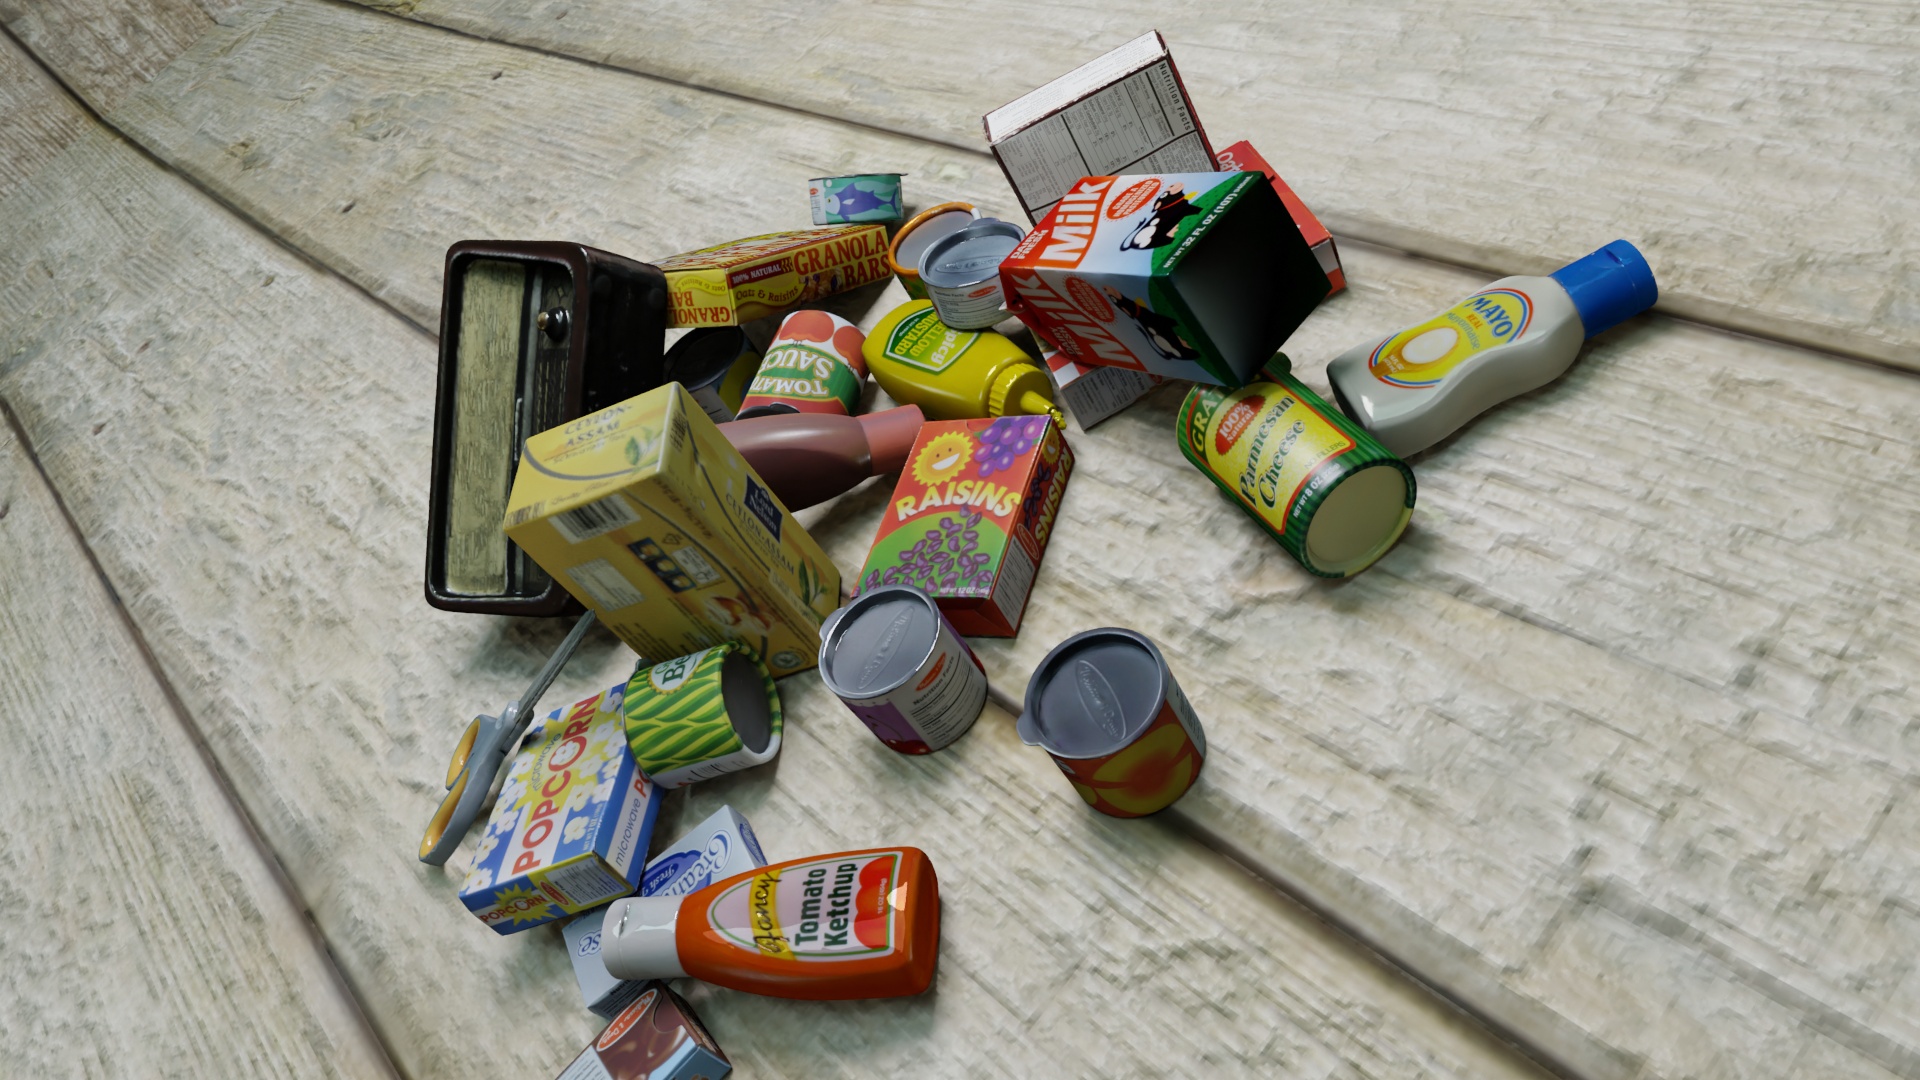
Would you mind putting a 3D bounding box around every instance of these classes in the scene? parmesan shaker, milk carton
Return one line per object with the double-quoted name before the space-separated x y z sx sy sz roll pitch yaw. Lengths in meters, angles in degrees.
"parmesan shaker" 0.160 -0.039 0.660 0.071 0.071 0.103 -36 43 -1
"milk carton" 0.088 -0.136 0.710 0.072 0.073 0.191 -47 29 -11

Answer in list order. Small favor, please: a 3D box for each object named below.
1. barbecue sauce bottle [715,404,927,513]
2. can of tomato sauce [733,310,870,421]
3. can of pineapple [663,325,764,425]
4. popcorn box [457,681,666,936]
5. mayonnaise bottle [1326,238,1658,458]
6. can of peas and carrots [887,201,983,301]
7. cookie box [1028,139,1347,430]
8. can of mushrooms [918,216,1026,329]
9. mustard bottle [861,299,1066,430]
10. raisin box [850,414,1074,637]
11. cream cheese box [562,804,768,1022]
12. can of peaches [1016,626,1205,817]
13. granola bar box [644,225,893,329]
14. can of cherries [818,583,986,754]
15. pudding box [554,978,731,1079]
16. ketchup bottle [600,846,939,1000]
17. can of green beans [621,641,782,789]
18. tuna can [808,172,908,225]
"barbecue sauce bottle" -0.092 -0.046 0.797 0.149 0.064 0.044 -14 48 -17
"can of tomato sauce" -0.096 -0.093 0.861 0.071 0.071 0.083 -4 51 29
"can of pineapple" -0.156 -0.104 0.916 0.071 0.057 0.071 -17 46 18
"popcorn box" -0.200 0.136 0.727 0.085 0.038 0.127 -22 33 19
"mayonnaise bottle" 0.256 -0.094 0.669 0.148 0.041 0.065 -28 42 8
"can of peas and carrots" -0.007 -0.172 0.885 0.071 0.058 0.071 -17 46 18
"cookie box" 0.119 -0.151 0.803 0.167 0.040 0.123 -28 43 7
"can of mushrooms" 0.012 -0.157 0.815 0.071 0.033 0.071 -13 41 12
"mustard bottle" 0.008 -0.096 0.816 0.065 0.048 0.160 -47 44 -14
"raisin box" 0.003 -0.009 0.751 0.086 0.040 0.124 -1 52 32
"cream cheese box" -0.142 0.182 0.681 0.104 0.024 0.053 -37 44 -2
"can of peaches" 0.067 0.082 0.617 0.071 0.058 0.071 -17 47 19
"granola bar box" -0.143 -0.176 0.924 0.124 0.039 0.166 4 22 34
"can of cherries" -0.029 0.064 0.692 0.071 0.058 0.072 -17 47 19
"pudding box" -0.150 0.247 0.624 0.084 0.030 0.050 -46 43 -11
"ketchup bottle" -0.086 0.175 0.622 0.149 0.043 0.065 -8 45 13
"can of green beans" -0.134 0.091 0.725 0.058 0.071 0.071 -18 46 17
"tuna can" -0.071 -0.241 0.981 0.071 0.032 0.071 -4 13 1
